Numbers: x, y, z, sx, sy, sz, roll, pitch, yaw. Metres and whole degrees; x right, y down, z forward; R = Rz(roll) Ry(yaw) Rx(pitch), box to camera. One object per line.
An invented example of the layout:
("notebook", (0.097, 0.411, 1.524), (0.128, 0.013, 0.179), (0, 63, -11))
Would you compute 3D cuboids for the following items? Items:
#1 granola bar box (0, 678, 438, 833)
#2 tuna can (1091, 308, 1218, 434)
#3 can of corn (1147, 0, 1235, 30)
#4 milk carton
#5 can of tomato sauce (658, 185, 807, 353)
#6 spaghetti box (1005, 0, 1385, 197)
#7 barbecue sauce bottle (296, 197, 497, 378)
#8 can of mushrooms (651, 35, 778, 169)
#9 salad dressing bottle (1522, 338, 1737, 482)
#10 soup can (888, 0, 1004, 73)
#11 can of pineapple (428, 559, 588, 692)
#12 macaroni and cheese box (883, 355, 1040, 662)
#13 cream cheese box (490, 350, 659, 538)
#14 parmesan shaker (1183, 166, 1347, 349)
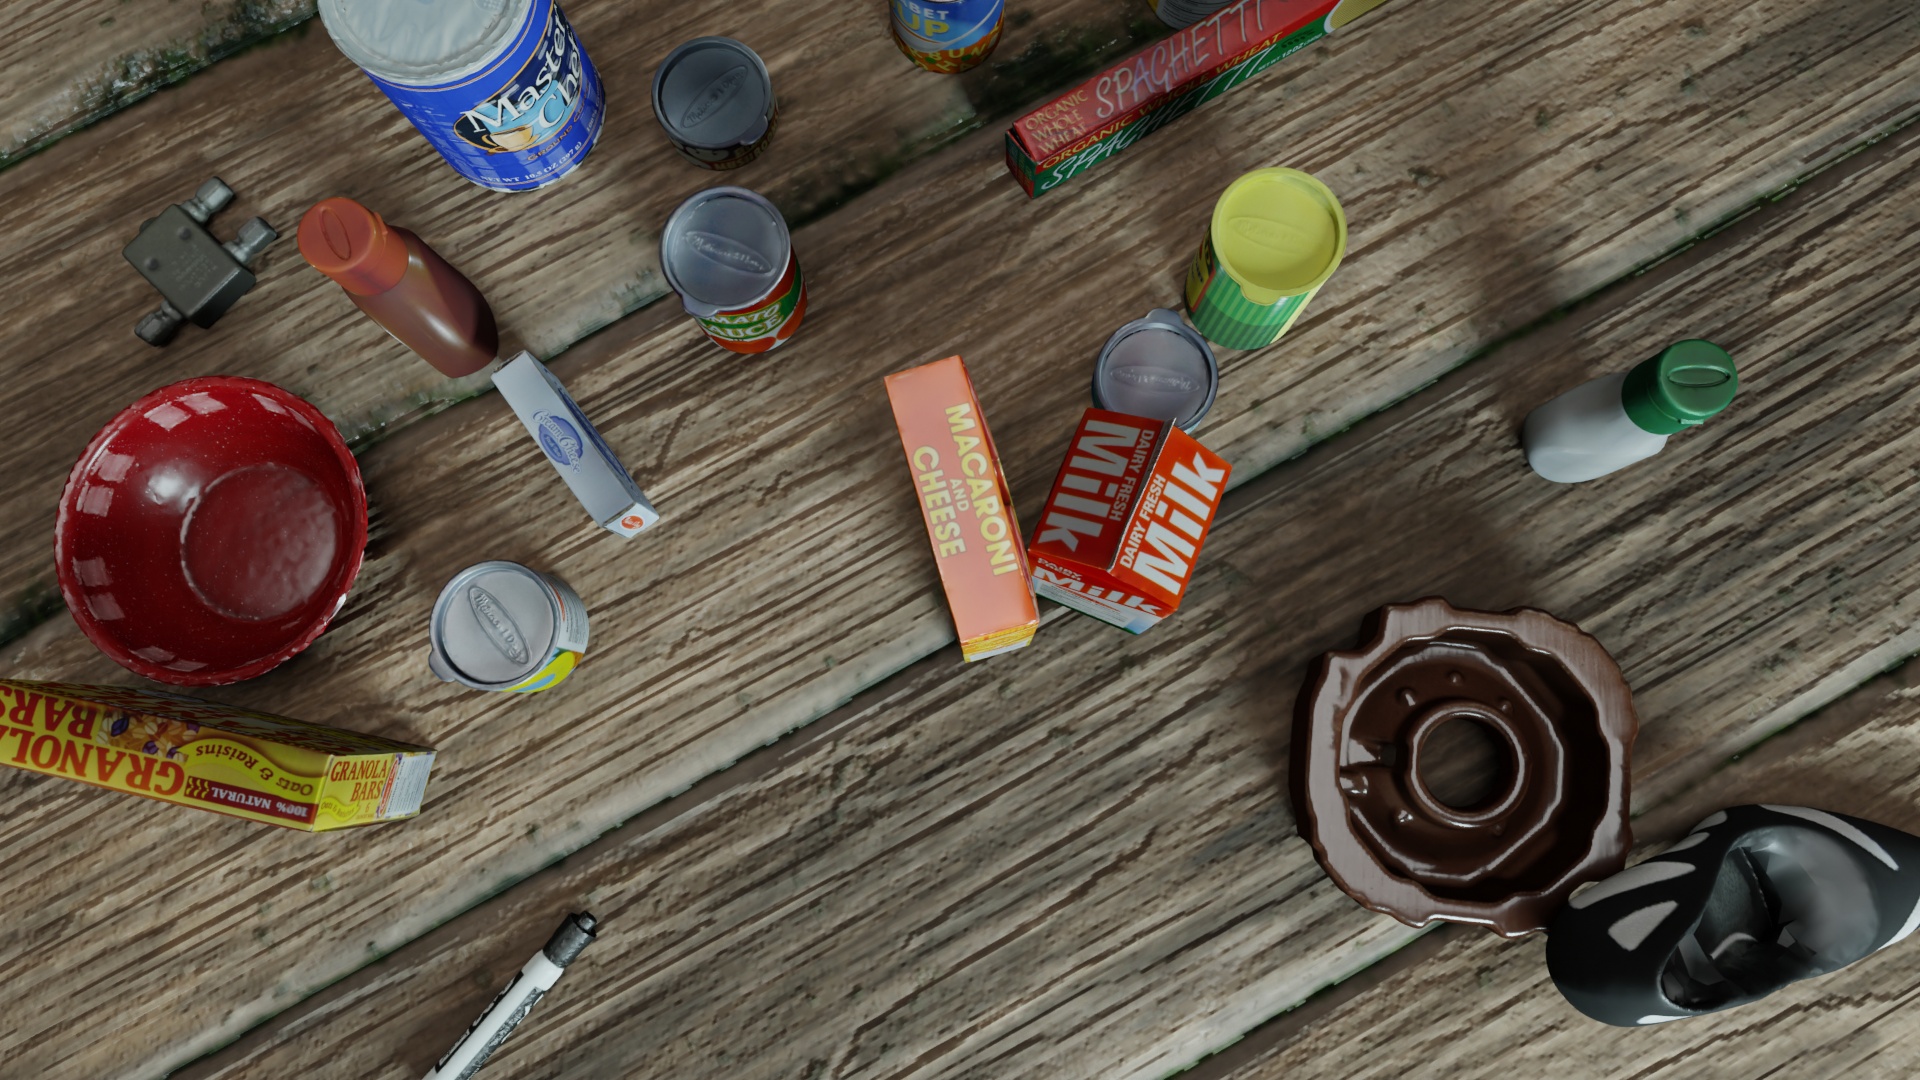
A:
("granola bar box", (-0.364, 0.105, 0.682), (0.166, 0.124, 0.039), (12, 82, 2))
("tuna can", (0.105, -0.087, 0.753), (0.071, 0.033, 0.071), (0, 82, 1))
("can of corn", (0.138, -0.329, 0.776), (0.071, 0.058, 0.071), (0, 82, 1))
("milk carton", (0.075, -0.007, 0.662), (0.073, 0.190, 0.072), (22, 83, 4))
("can of tomato sauce", (-0.118, -0.139, 0.737), (0.071, 0.083, 0.071), (0, 82, 1))
("spaghetti box", (0.138, -0.268, 0.771), (0.250, 0.050, 0.029), (-30, 83, -4))
("barbecue sauce bottle", (-0.283, -0.130, 0.704), (0.044, 0.148, 0.065), (-27, 83, -3))
("can of mushrooms", (-0.135, -0.242, 0.778), (0.071, 0.033, 0.071), (0, 82, 1))
("salad dressing bottle", (0.330, -0.063, 0.690), (0.064, 0.147, 0.044), (0, 82, 1))
("soup can", (-0.010, -0.303, 0.760), (0.071, 0.083, 0.071), (0, 82, 1))
("can of pineapple", (-0.235, 0.046, 0.723), (0.071, 0.058, 0.071), (0, 82, 1))
("macaroni and cheese box", (0.002, -0.008, 0.675), (0.040, 0.166, 0.124), (-16, 82, -2))
("cream cheese box", (-0.204, -0.049, 0.740), (0.024, 0.053, 0.104), (-37, 83, -4))
("parmesan shaker", (0.154, -0.141, 0.725), (0.071, 0.103, 0.071), (0, 82, 1))
